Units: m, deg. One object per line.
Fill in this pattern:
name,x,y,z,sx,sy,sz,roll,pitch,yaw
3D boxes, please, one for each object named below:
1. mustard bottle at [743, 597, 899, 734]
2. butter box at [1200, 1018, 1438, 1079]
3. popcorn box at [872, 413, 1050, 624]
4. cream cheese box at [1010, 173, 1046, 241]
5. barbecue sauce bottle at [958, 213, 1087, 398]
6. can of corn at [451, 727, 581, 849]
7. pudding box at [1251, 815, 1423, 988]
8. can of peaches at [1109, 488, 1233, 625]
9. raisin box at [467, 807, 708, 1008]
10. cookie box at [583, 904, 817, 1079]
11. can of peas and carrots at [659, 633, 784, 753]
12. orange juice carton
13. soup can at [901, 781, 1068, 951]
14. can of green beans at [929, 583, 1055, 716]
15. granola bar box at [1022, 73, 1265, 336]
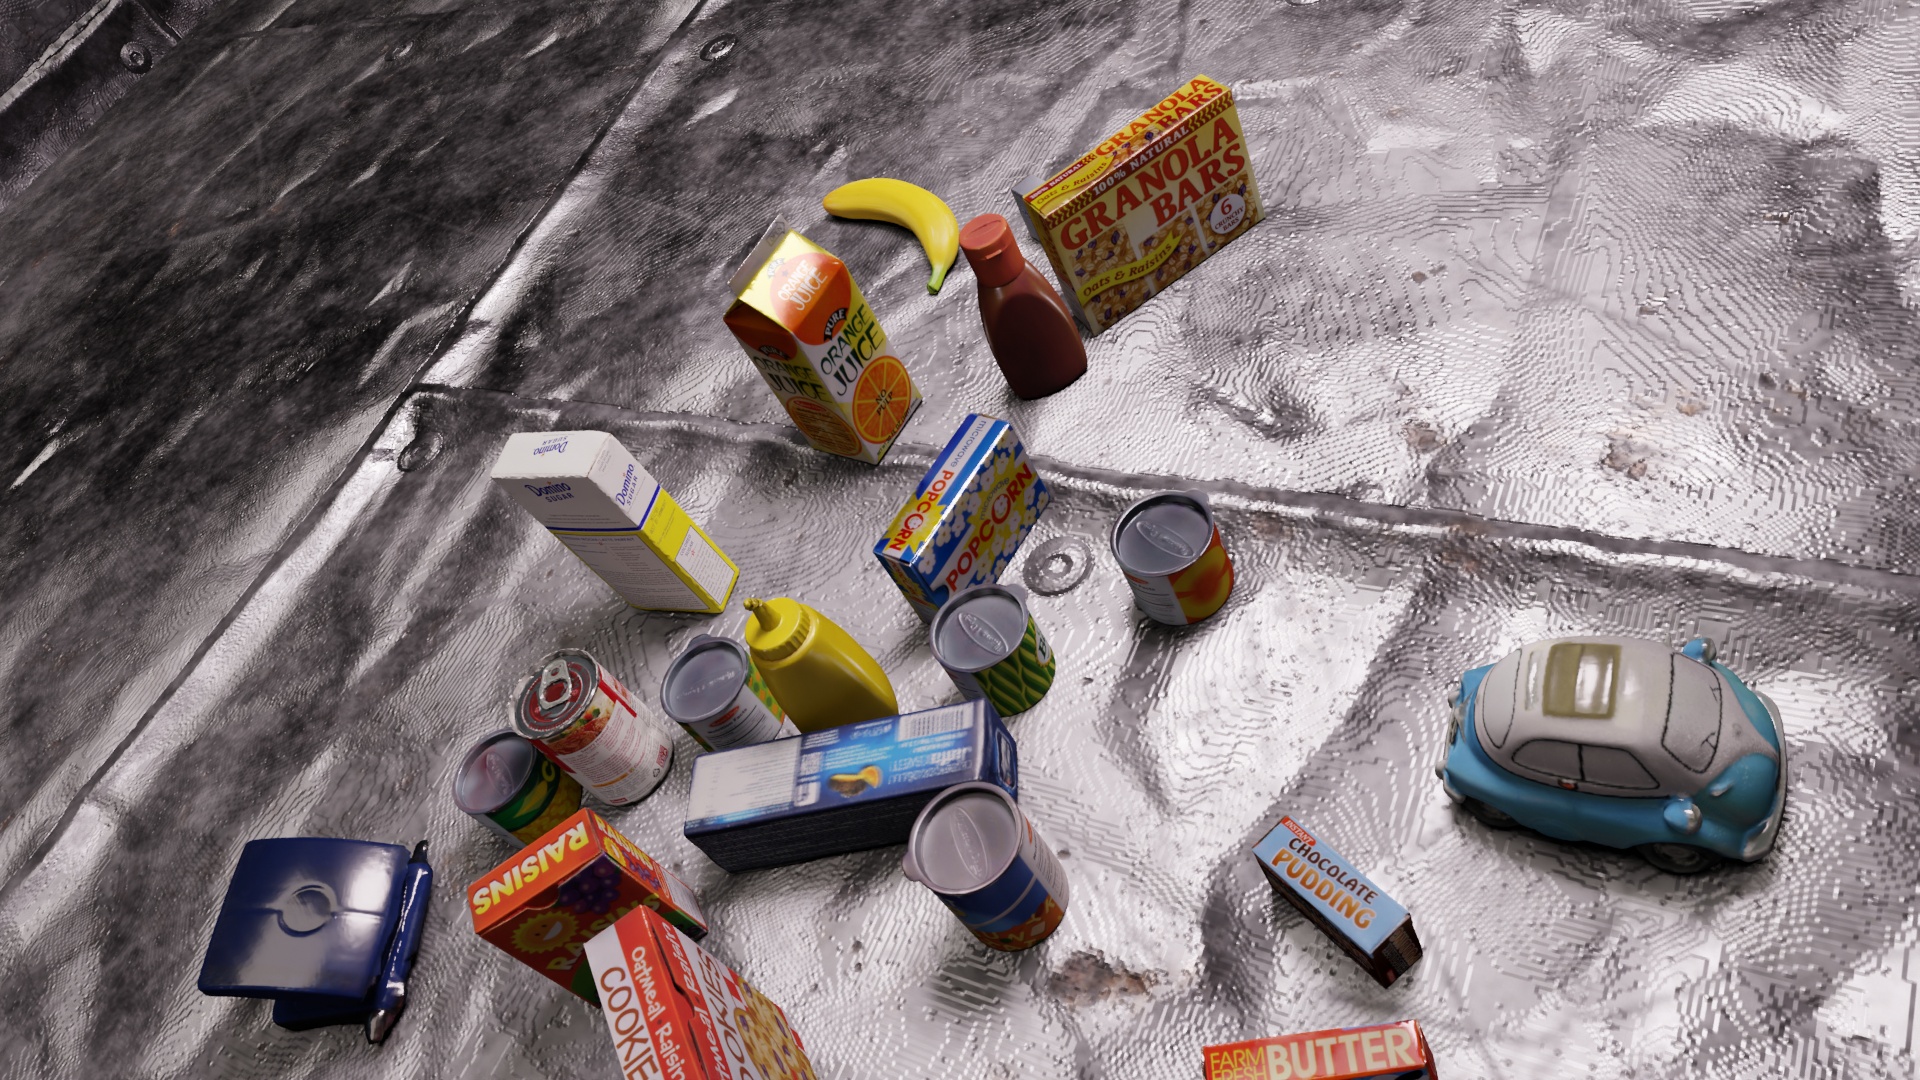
mustard bottle,-0.093,0.077,0.865,0.065,0.159,0.049,-30,46,2
butter box,0.171,0.254,0.661,0.103,0.053,0.024,-14,49,16
popcorn box,0.003,-0.012,0.942,0.038,0.085,0.127,17,63,36
cream cheese box,0.086,-0.254,1.122,0.024,0.053,0.104,-40,47,-8
barbecue sauce bottle,0.042,-0.170,1.009,0.065,0.148,0.044,-25,46,6
can of corn,-0.305,0.171,0.964,0.071,0.058,0.071,-14,49,16
pudding box,0.193,0.183,0.711,0.030,0.049,0.084,-42,47,-9
can of peaches,0.136,0.010,0.876,0.071,0.058,0.071,-14,49,16
raisin box,-0.222,0.223,0.834,0.086,0.123,0.040,-34,46,-2
cookie box,-0.117,0.273,0.710,0.040,0.166,0.123,-35,46,-3
can of peas and carrots,-0.161,0.107,0.945,0.071,0.058,0.071,-14,49,16
orange juice carton,-0.109,-0.148,1.035,0.073,0.192,0.072,15,62,35
soup can,0.015,0.184,0.775,0.071,0.083,0.072,-14,49,16
can of green beans,0.021,0.070,0.884,0.071,0.057,0.071,-14,49,16
granola bar box,0.140,-0.250,1.043,0.166,0.123,0.039,-35,46,-4
